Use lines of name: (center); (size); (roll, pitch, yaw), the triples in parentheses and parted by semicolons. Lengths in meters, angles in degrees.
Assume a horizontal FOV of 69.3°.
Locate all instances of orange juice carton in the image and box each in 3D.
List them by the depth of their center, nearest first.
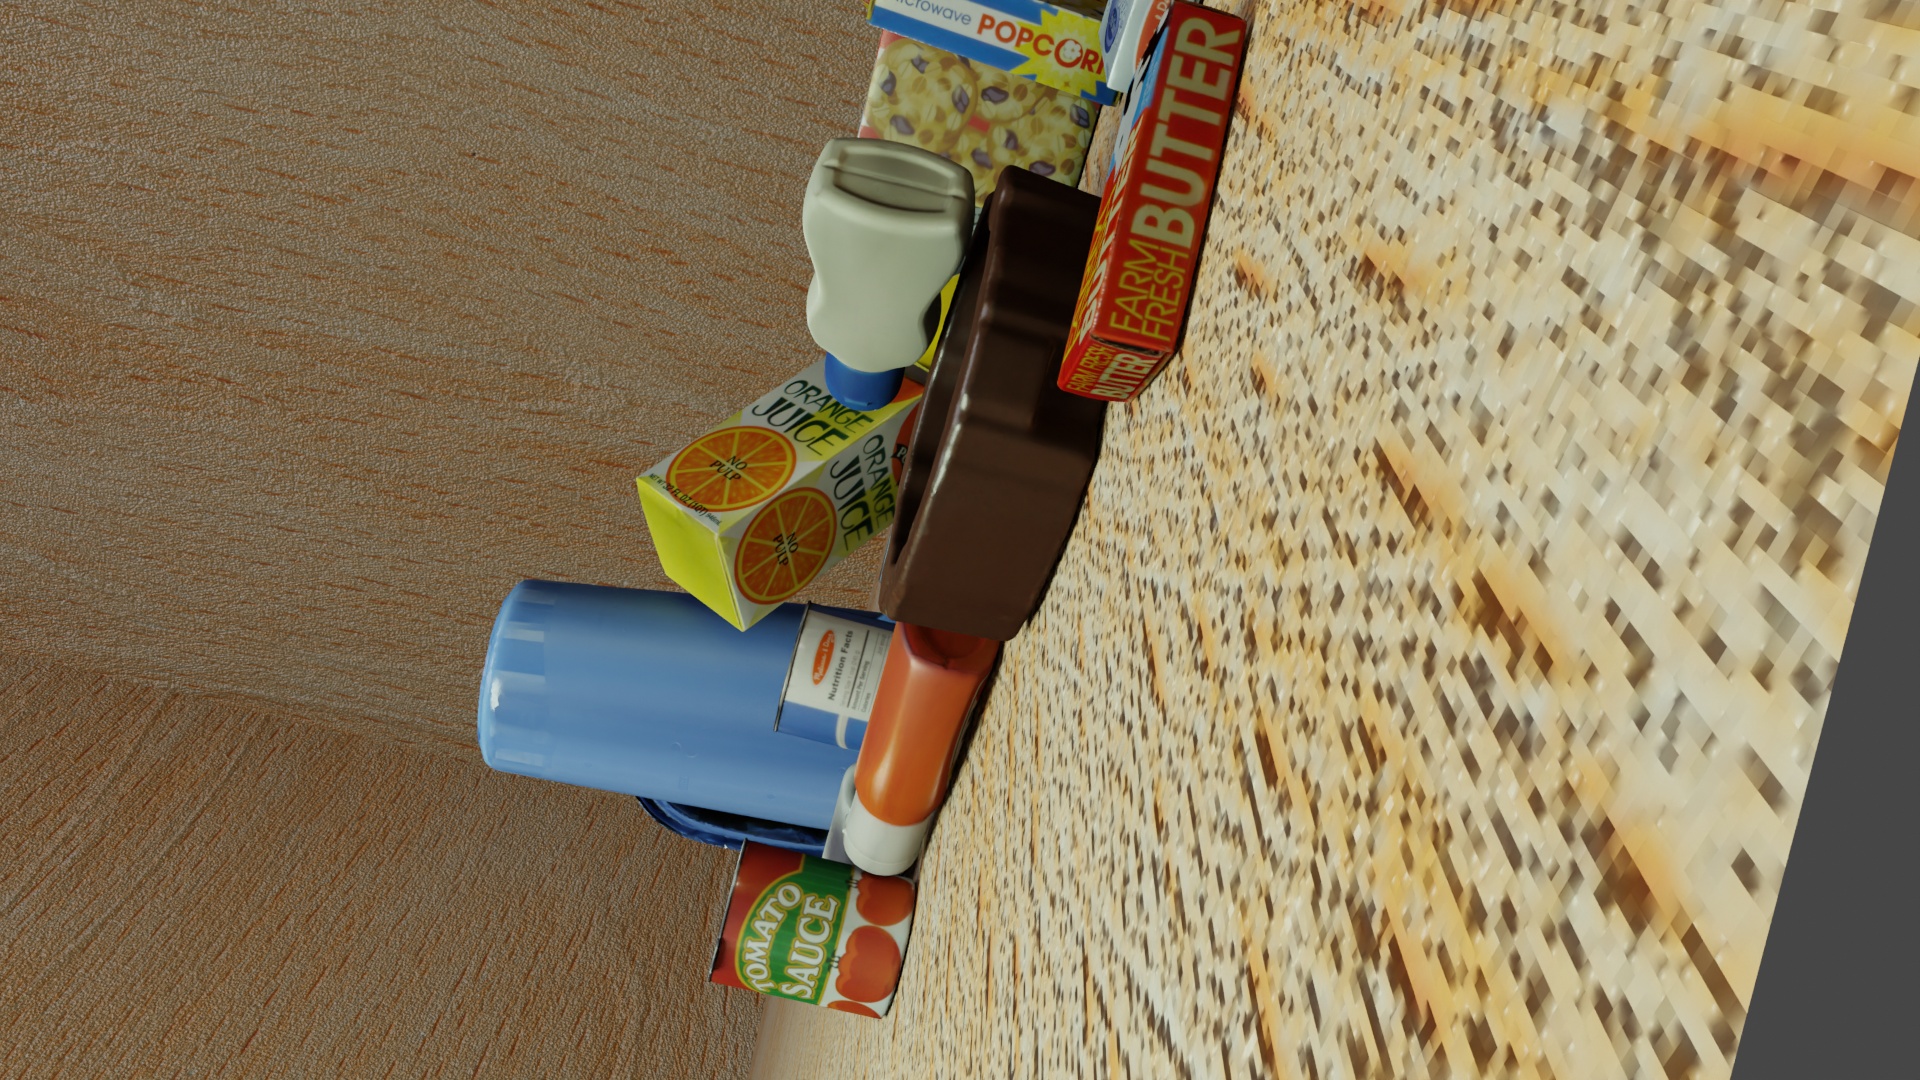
orange juice carton: (-0.076, -0.043, 0.771); (0.193, 0.072, 0.072); (-37, -39, -29)

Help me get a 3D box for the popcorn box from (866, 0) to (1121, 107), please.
popcorn box: (0.023, -0.262, 0.678); (0.085, 0.127, 0.038); (-82, 10, -53)

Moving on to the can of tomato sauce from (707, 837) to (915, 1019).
can of tomato sauce: (-0.069, 0.182, 0.647); (0.071, 0.083, 0.071); (-161, 85, -86)

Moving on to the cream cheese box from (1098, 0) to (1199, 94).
cream cheese box: (0.073, -0.205, 0.529); (0.104, 0.024, 0.053); (-83, 10, -60)

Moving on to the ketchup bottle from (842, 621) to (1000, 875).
ketchup bottle: (-0.021, 0.088, 0.612); (0.065, 0.043, 0.148); (-80, 6, -53)

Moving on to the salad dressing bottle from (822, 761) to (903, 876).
salad dressing bottle: (-0.052, 0.172, 0.735); (0.146, 0.044, 0.064); (108, 169, -47)

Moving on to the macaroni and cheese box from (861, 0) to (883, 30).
macaroni and cheese box: (-0.001, -0.342, 0.802); (0.124, 0.040, 0.166); (-55, -34, -5)

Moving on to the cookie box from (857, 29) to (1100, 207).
cookie box: (0.020, -0.267, 0.748); (0.040, 0.123, 0.166); (-88, 14, -68)

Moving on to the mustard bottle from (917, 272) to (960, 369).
mustard bottle: (0.015, -0.116, 0.738); (0.160, 0.065, 0.049); (172, 113, -78)

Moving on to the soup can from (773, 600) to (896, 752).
soup can: (-0.043, 0.072, 0.684); (0.071, 0.084, 0.071); (-160, 85, -86)

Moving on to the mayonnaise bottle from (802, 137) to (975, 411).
mayonnaise bottle: (-0.035, -0.103, 0.575); (0.147, 0.065, 0.041); (111, 171, -66)

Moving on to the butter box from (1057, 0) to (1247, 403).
butter box: (0.054, -0.094, 0.396); (0.053, 0.024, 0.103); (122, 162, -78)

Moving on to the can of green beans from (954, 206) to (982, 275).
can of green beans: (0.018, -0.166, 0.822); (0.071, 0.071, 0.058); (114, 170, -65)

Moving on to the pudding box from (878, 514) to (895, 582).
pudding box: (-0.011, -0.011, 0.768); (0.049, 0.030, 0.083); (15, -92, -54)
